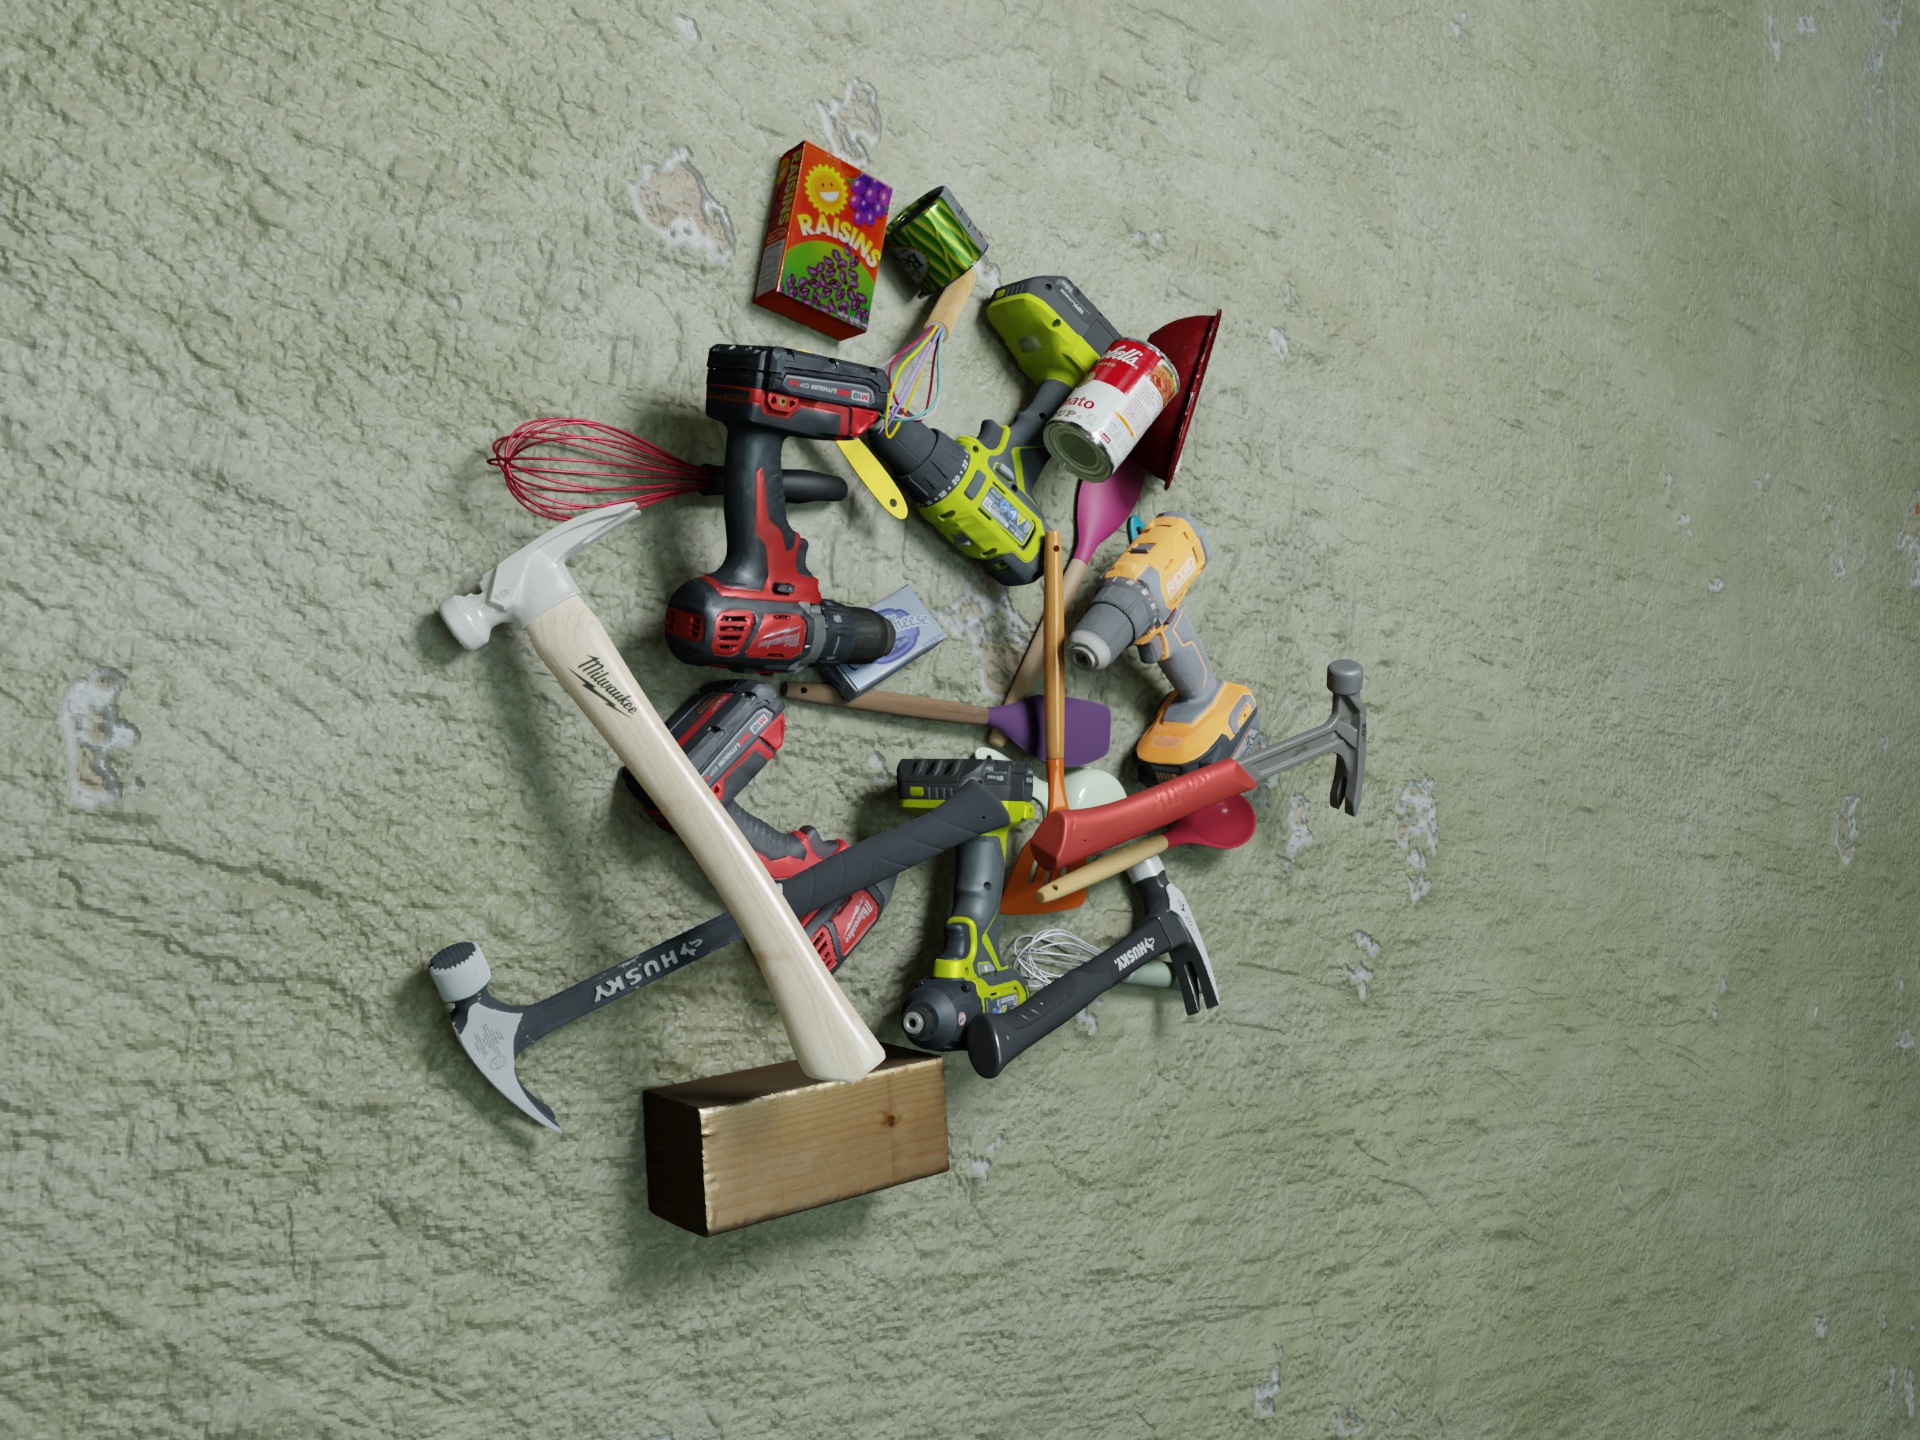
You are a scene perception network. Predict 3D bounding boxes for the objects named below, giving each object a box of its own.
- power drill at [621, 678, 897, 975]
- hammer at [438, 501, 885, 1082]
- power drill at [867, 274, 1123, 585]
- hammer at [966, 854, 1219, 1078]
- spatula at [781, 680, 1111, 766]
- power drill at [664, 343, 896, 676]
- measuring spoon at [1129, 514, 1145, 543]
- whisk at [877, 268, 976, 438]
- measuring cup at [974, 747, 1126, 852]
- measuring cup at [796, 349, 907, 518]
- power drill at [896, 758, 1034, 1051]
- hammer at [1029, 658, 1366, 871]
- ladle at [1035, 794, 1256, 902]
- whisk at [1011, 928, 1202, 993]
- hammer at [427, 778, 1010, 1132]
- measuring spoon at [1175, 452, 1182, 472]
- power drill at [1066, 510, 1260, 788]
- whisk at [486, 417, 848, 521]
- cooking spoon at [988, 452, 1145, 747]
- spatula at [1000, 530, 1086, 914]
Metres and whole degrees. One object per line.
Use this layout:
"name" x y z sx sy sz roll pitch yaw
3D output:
"power drill" -0.132 0.080 1.170 0.143 0.078 0.219 -48 119 -27
"hammer" -0.169 0.054 1.046 0.146 0.038 0.410 -34 88 -6
"power drill" 0.035 -0.251 1.307 0.190 0.080 0.228 40 69 -31
"hammer" 0.109 0.216 1.292 0.334 0.035 0.146 -20 82 -54
"spatula" -0.002 -0.004 1.292 0.315 0.018 0.060 8 82 -32
"power drill" -0.112 -0.143 1.137 0.187 0.080 0.226 1 100 -44
"measuring spoon" 0.181 -0.126 1.448 0.042 0.021 0.128 -28 107 -35
"whisk" -0.023 -0.294 1.232 0.047 0.051 0.245 63 30 -33
"measuring cup" 0.081 0.060 1.354 0.167 0.038 0.083 30 71 -35
"measuring cup" -0.096 -0.215 1.226 0.156 0.029 0.062 51 60 -19
"power drill" 0.001 0.142 1.238 0.171 0.080 0.223 8 82 -66
"hammer" 0.211 0.063 1.347 0.359 0.037 0.149 -19 119 -30
"ladle" 0.162 0.112 1.381 0.315 0.031 0.069 -16 58 -49
"whisk" 0.138 0.219 1.396 0.246 0.058 0.059 14 114 -39
"hammer" -0.145 0.142 1.104 0.409 0.036 0.149 -24 115 -18
"measuring spoon" 0.189 -0.290 1.468 0.034 0.018 0.124 -12 103 -26
"power drill" 0.172 -0.040 1.366 0.185 0.084 0.226 -48 129 -37
"whisk" -0.198 -0.173 1.137 0.295 0.073 0.073 -3 90 -43
"cooking spoon" 0.094 -0.115 1.382 0.068 0.017 0.319 40 66 -37
"spatula" 0.073 0.006 1.314 0.081 0.041 0.322 -3 96 -21
